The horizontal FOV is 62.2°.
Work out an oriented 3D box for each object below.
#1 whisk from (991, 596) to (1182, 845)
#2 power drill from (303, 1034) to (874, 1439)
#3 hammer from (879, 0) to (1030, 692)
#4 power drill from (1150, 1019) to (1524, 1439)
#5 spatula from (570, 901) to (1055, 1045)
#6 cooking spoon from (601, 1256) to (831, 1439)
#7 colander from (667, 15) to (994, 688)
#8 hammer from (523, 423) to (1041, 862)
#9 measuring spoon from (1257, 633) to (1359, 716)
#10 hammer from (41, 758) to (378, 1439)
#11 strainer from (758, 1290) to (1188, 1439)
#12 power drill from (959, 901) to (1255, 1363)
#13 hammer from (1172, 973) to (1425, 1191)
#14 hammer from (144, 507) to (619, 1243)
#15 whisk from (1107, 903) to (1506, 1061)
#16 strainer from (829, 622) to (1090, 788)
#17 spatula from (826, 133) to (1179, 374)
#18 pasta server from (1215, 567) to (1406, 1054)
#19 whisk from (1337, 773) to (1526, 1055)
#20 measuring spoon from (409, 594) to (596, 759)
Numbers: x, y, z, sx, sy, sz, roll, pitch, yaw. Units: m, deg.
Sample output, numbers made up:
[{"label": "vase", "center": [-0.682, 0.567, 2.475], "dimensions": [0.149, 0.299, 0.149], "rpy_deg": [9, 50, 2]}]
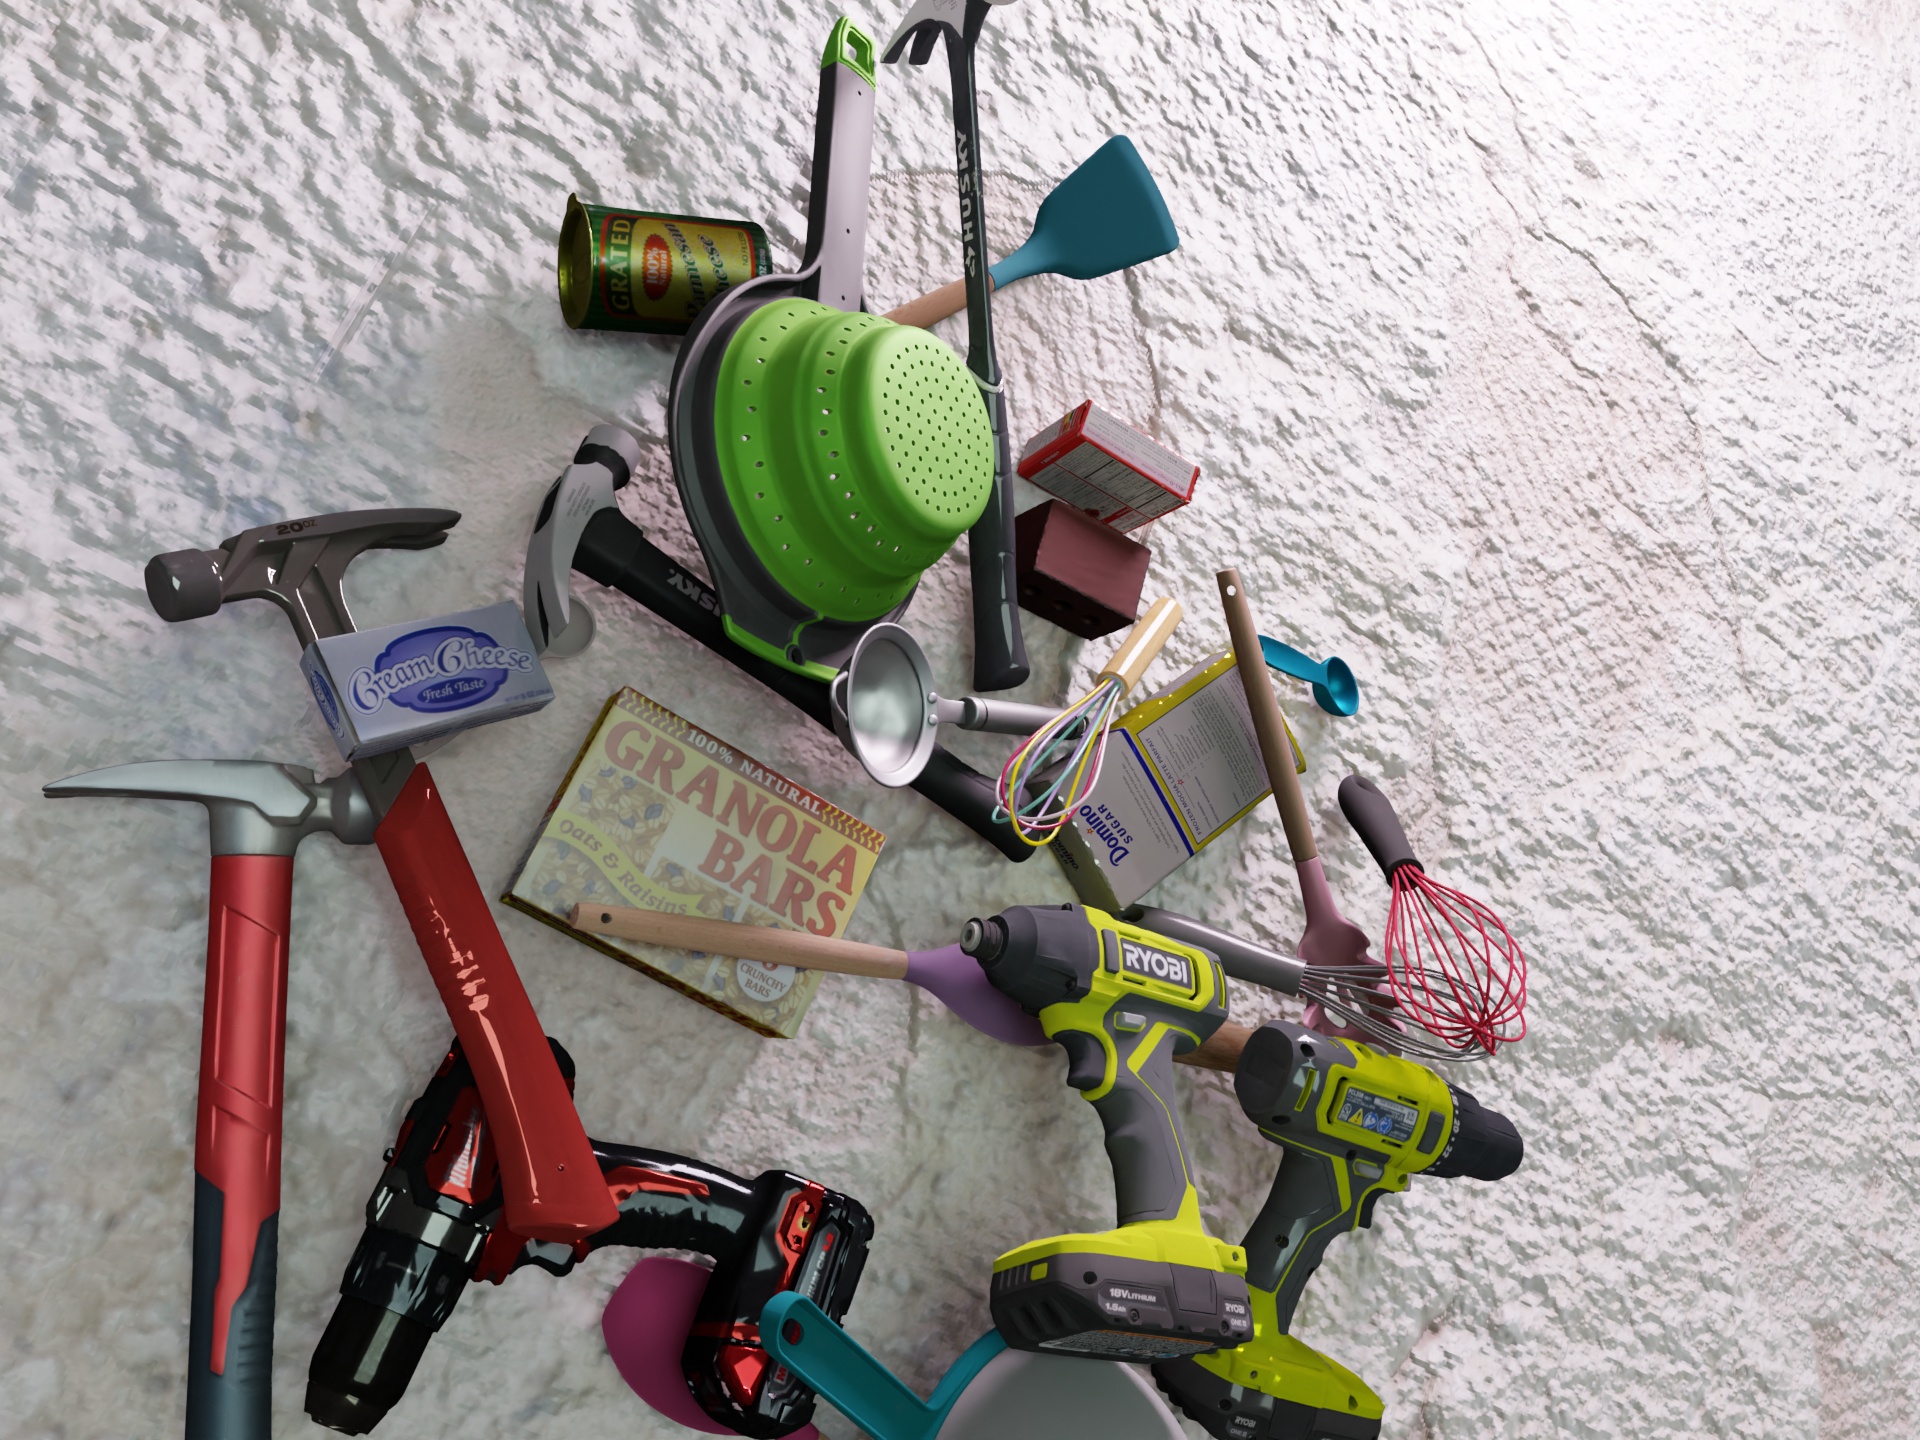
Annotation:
[{"label": "whisk", "center": [0.081, -0.005, 0.936], "dimensions": [0.047, 0.051, 0.245], "rpy_deg": [45, 43, -4]}, {"label": "power drill", "center": [-0.173, 0.265, 0.749], "dimensions": [0.226, 0.080, 0.188], "rpy_deg": [29, 60, -14]}, {"label": "hammer", "center": [0.008, -0.218, 0.914], "dimensions": [0.036, 0.149, 0.409], "rpy_deg": [-8, 100, -25]}, {"label": "power drill", "center": [0.222, 0.303, 0.924], "dimensions": [0.190, 0.080, 0.228], "rpy_deg": [23, 87, -22]}, {"label": "spatula", "center": [-0.053, 0.128, 0.838], "dimensions": [0.315, 0.018, 0.060], "rpy_deg": [15, 74, -31]}, {"label": "cooking spoon", "center": [-0.061, 0.391, 0.827], "dimensions": [0.318, 0.017, 0.069], "rpy_deg": [45, 57, -13]}, {"label": "colander", "center": [-0.044, -0.221, 0.858], "dimensions": [0.204, 0.094, 0.397], "rpy_deg": [23, 65, -49]}, {"label": "hammer", "center": [-0.086, -0.017, 0.867], "dimensions": [0.334, 0.035, 0.146], "rpy_deg": [36, 41, -22]}, {"label": "measuring spoon", "center": [0.218, -0.031, 1.041], "dimensions": [0.128, 0.021, 0.042], "rpy_deg": [20, 60, -41]}, {"label": "hammer", "center": [-0.338, 0.210, 0.706], "dimensions": [0.143, 0.038, 0.386], "rpy_deg": [3, 79, -26]}, {"label": "strainer", "center": [0.030, 0.375, 0.772], "dimensions": [0.340, 0.095, 0.211], "rpy_deg": [53, 52, -32]}, {"label": "power drill", "center": [0.073, 0.209, 0.832], "dimensions": [0.171, 0.080, 0.223], "rpy_deg": [21, 52, -32]}, {"label": "hammer", "center": [0.153, 0.195, 0.972], "dimensions": [0.331, 0.031, 0.130], "rpy_deg": [18, 72, -24]}, {"label": "hammer", "center": [-0.237, 0.067, 0.737], "dimensions": [0.149, 0.036, 0.359], "rpy_deg": [-18, 78, -43]}, {"label": "whisk", "center": [0.200, 0.149, 0.940], "dimensions": [0.239, 0.055, 0.055], "rpy_deg": [17, 69, 12]}, {"label": "strainer", "center": [-0.001, -0.003, 0.886], "dimensions": [0.258, 0.050, 0.087], "rpy_deg": [6, 82, -51]}, {"label": "spatula", "center": [0.001, -0.266, 0.977], "dimensions": [0.317, 0.044, 0.082], "rpy_deg": [-34, 101, -28]}, {"label": "pasta server", "center": [0.205, 0.059, 0.974], "dimensions": [0.060, 0.040, 0.316], "rpy_deg": [-16, 91, 6]}, {"label": "whisk", "center": [0.267, 0.100, 0.939], "dimensions": [0.073, 0.296, 0.073], "rpy_deg": [0, 113, -1]}, {"label": "measuring spoon", "center": [-0.241, -0.020, 0.819], "dimensions": [0.124, 0.018, 0.034], "rpy_deg": [-42, 101, -21]}]
